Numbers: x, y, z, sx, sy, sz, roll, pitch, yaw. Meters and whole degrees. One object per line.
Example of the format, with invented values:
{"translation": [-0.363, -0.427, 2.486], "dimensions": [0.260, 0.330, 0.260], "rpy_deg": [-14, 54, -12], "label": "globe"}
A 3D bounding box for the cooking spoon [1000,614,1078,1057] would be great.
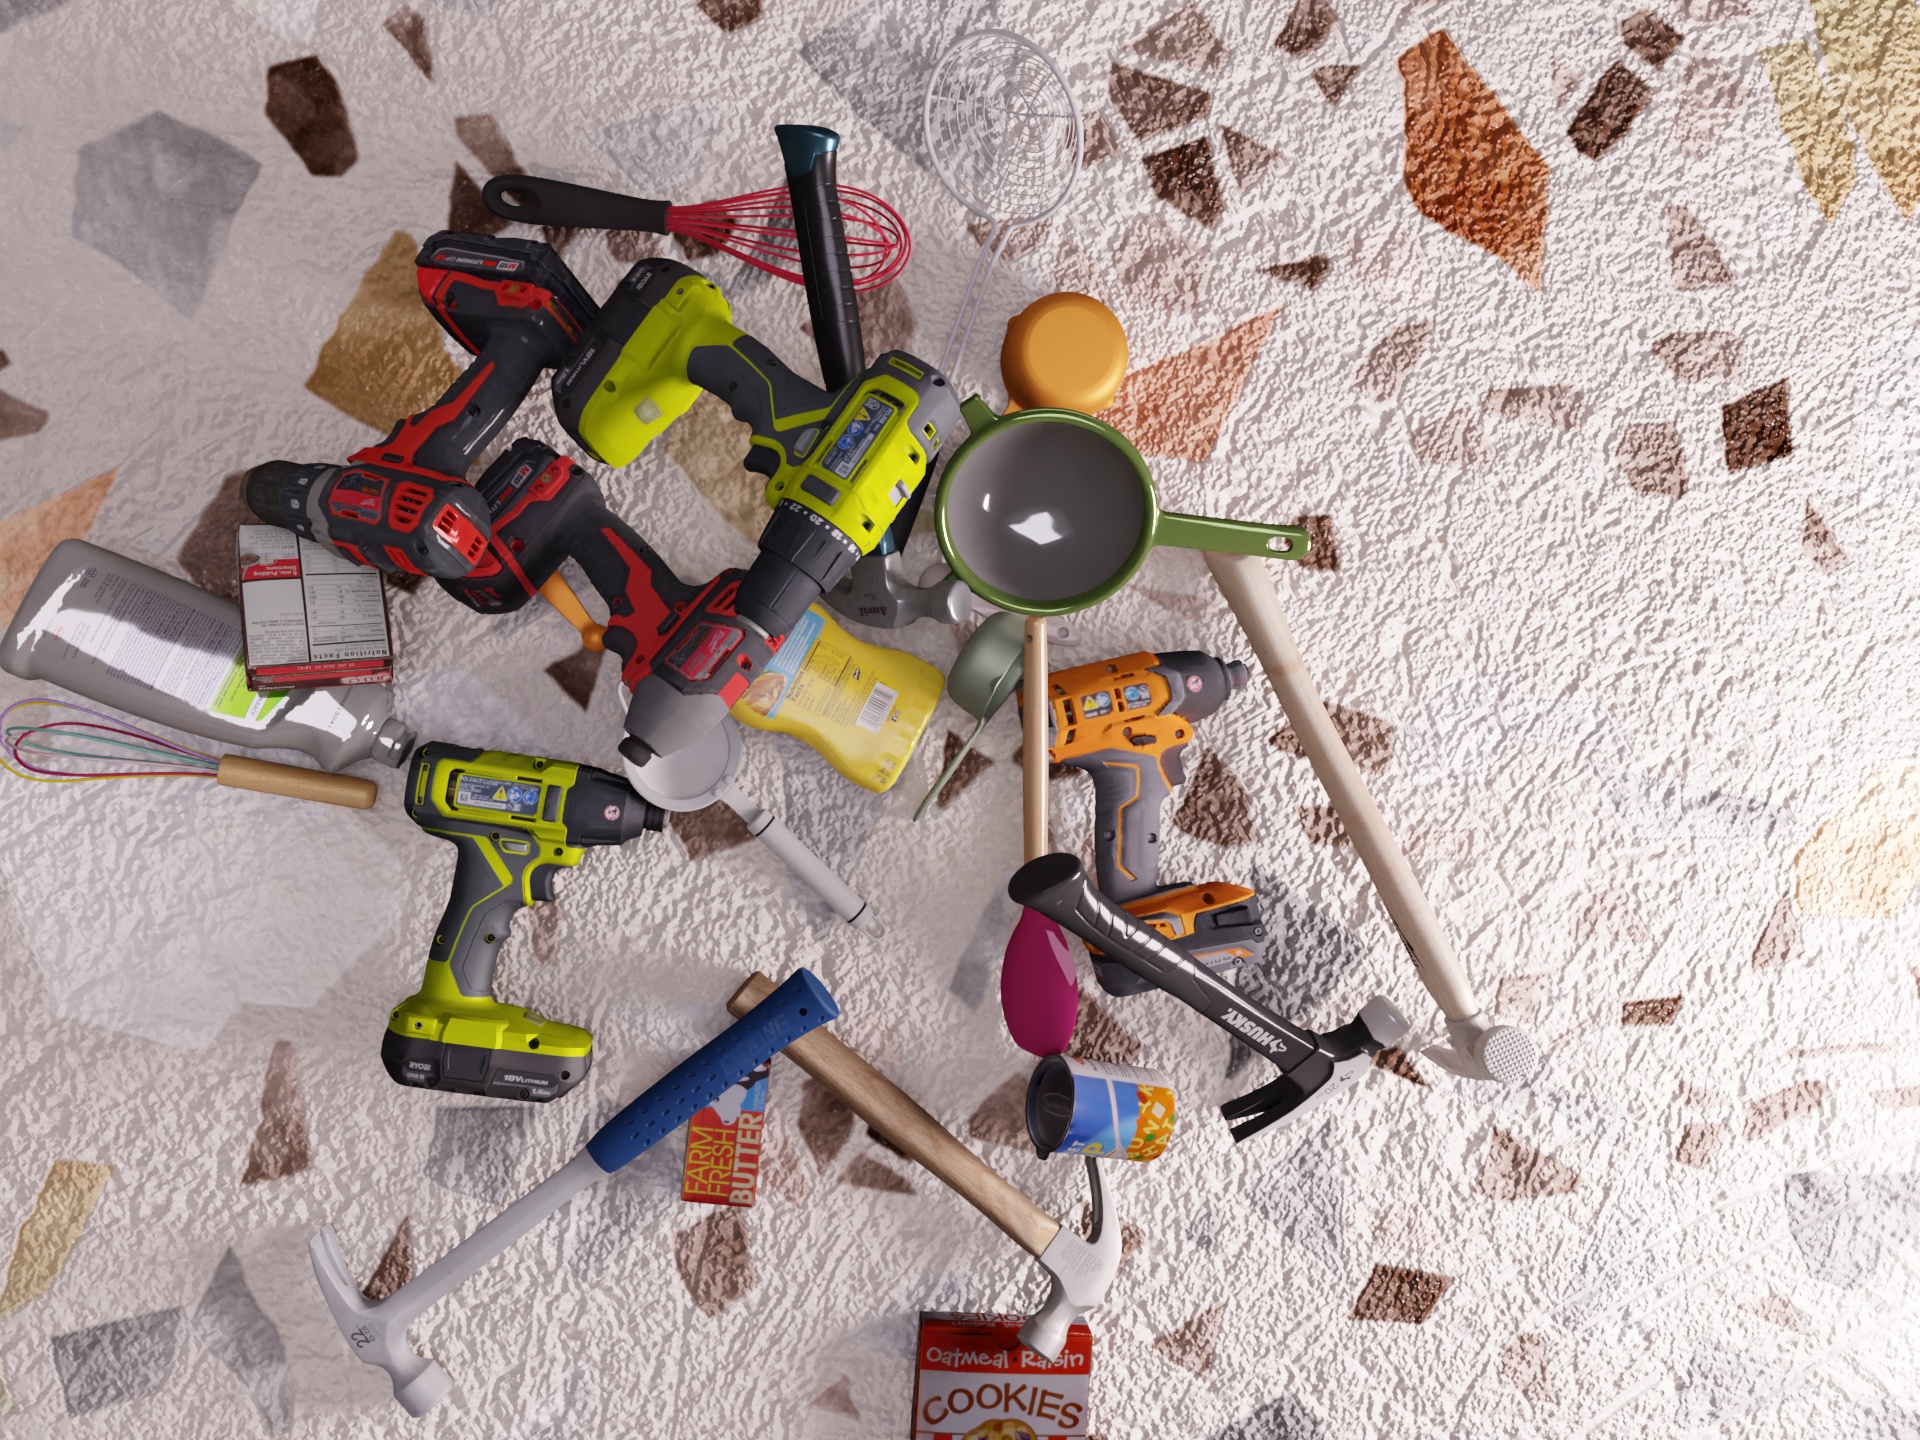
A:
{"translation": [0.051, 0.085, 1.086], "dimensions": [0.017, 0.069, 0.318], "rpy_deg": [-18, 113, -47], "label": "cooking spoon"}

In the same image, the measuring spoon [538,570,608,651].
{"translation": [-0.284, -0.095, 1.101], "dimensions": [0.021, 0.011, 0.117], "rpy_deg": [-40, 93, -3], "label": "measuring spoon"}

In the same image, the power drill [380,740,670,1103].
{"translation": [-0.296, 0.136, 1.075], "dimensions": [0.171, 0.080, 0.223], "rpy_deg": [9, 88, -7], "label": "power drill"}

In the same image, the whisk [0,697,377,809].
{"translation": [-0.520, 0.032, 1.069], "dimensions": [0.245, 0.051, 0.047], "rpy_deg": [11, 56, -10], "label": "whisk"}

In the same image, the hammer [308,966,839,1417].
{"translation": [-0.258, 0.300, 1.081], "dimensions": [0.405, 0.035, 0.144], "rpy_deg": [-38, 95, 3], "label": "hammer"}

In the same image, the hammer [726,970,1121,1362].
{"translation": [-0.025, 0.290, 1.113], "dimensions": [0.331, 0.031, 0.130], "rpy_deg": [40, 70, 0], "label": "hammer"}

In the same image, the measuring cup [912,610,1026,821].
{"translation": [-0.002, -0.004, 1.106], "dimensions": [0.038, 0.083, 0.167], "rpy_deg": [35, 108, 8], "label": "measuring cup"}

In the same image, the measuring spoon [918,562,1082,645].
{"translation": [0.030, -0.079, 1.127], "dimensions": [0.124, 0.018, 0.034], "rpy_deg": [20, 89, -5], "label": "measuring spoon"}

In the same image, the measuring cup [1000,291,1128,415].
{"translation": [0.047, -0.222, 1.108], "dimensions": [0.095, 0.052, 0.173], "rpy_deg": [40, 87, -5], "label": "measuring cup"}

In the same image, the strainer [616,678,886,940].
{"translation": [-0.146, 0.066, 1.104], "dimensions": [0.258, 0.050, 0.087], "rpy_deg": [45, 67, -10], "label": "strainer"}

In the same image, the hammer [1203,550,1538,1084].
{"translation": [0.274, 0.059, 1.121], "dimensions": [0.038, 0.146, 0.411], "rpy_deg": [-25, 84, -5], "label": "hammer"}

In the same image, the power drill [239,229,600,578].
{"translation": [-0.348, -0.201, 1.022], "dimensions": [0.188, 0.080, 0.227], "rpy_deg": [14, 70, 27], "label": "power drill"}

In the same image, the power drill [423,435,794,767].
{"translation": [-0.231, -0.074, 1.035], "dimensions": [0.220, 0.078, 0.143], "rpy_deg": [34, 76, 12], "label": "power drill"}

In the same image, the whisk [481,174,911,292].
{"translation": [-0.180, -0.341, 1.085], "dimensions": [0.296, 0.073, 0.073], "rpy_deg": [7, 91, 1], "label": "whisk"}

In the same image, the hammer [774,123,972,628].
{"translation": [-0.074, -0.223, 1.050], "dimensions": [0.128, 0.033, 0.331], "rpy_deg": [0, 107, 33], "label": "hammer"}

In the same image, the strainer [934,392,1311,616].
{"translation": [0.110, -0.146, 1.093], "dimensions": [0.256, 0.069, 0.151], "rpy_deg": [6, 121, -3], "label": "strainer"}

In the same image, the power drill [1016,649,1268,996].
{"translation": [0.142, 0.063, 1.112], "dimensions": [0.164, 0.084, 0.226], "rpy_deg": [-14, 89, -5], "label": "power drill"}

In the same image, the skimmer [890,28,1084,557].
{"translation": [-0.013, -0.277, 1.084], "dimensions": [0.127, 0.090, 0.363], "rpy_deg": [20, 92, 27], "label": "skimmer"}

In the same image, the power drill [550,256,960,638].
{"translation": [-0.138, -0.173, 0.991], "dimensions": [0.229, 0.080, 0.190], "rpy_deg": [32, 82, 19], "label": "power drill"}

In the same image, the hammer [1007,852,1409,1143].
{"translation": [0.151, 0.178, 1.052], "dimensions": [0.146, 0.035, 0.334], "rpy_deg": [-44, 124, 16], "label": "hammer"}
